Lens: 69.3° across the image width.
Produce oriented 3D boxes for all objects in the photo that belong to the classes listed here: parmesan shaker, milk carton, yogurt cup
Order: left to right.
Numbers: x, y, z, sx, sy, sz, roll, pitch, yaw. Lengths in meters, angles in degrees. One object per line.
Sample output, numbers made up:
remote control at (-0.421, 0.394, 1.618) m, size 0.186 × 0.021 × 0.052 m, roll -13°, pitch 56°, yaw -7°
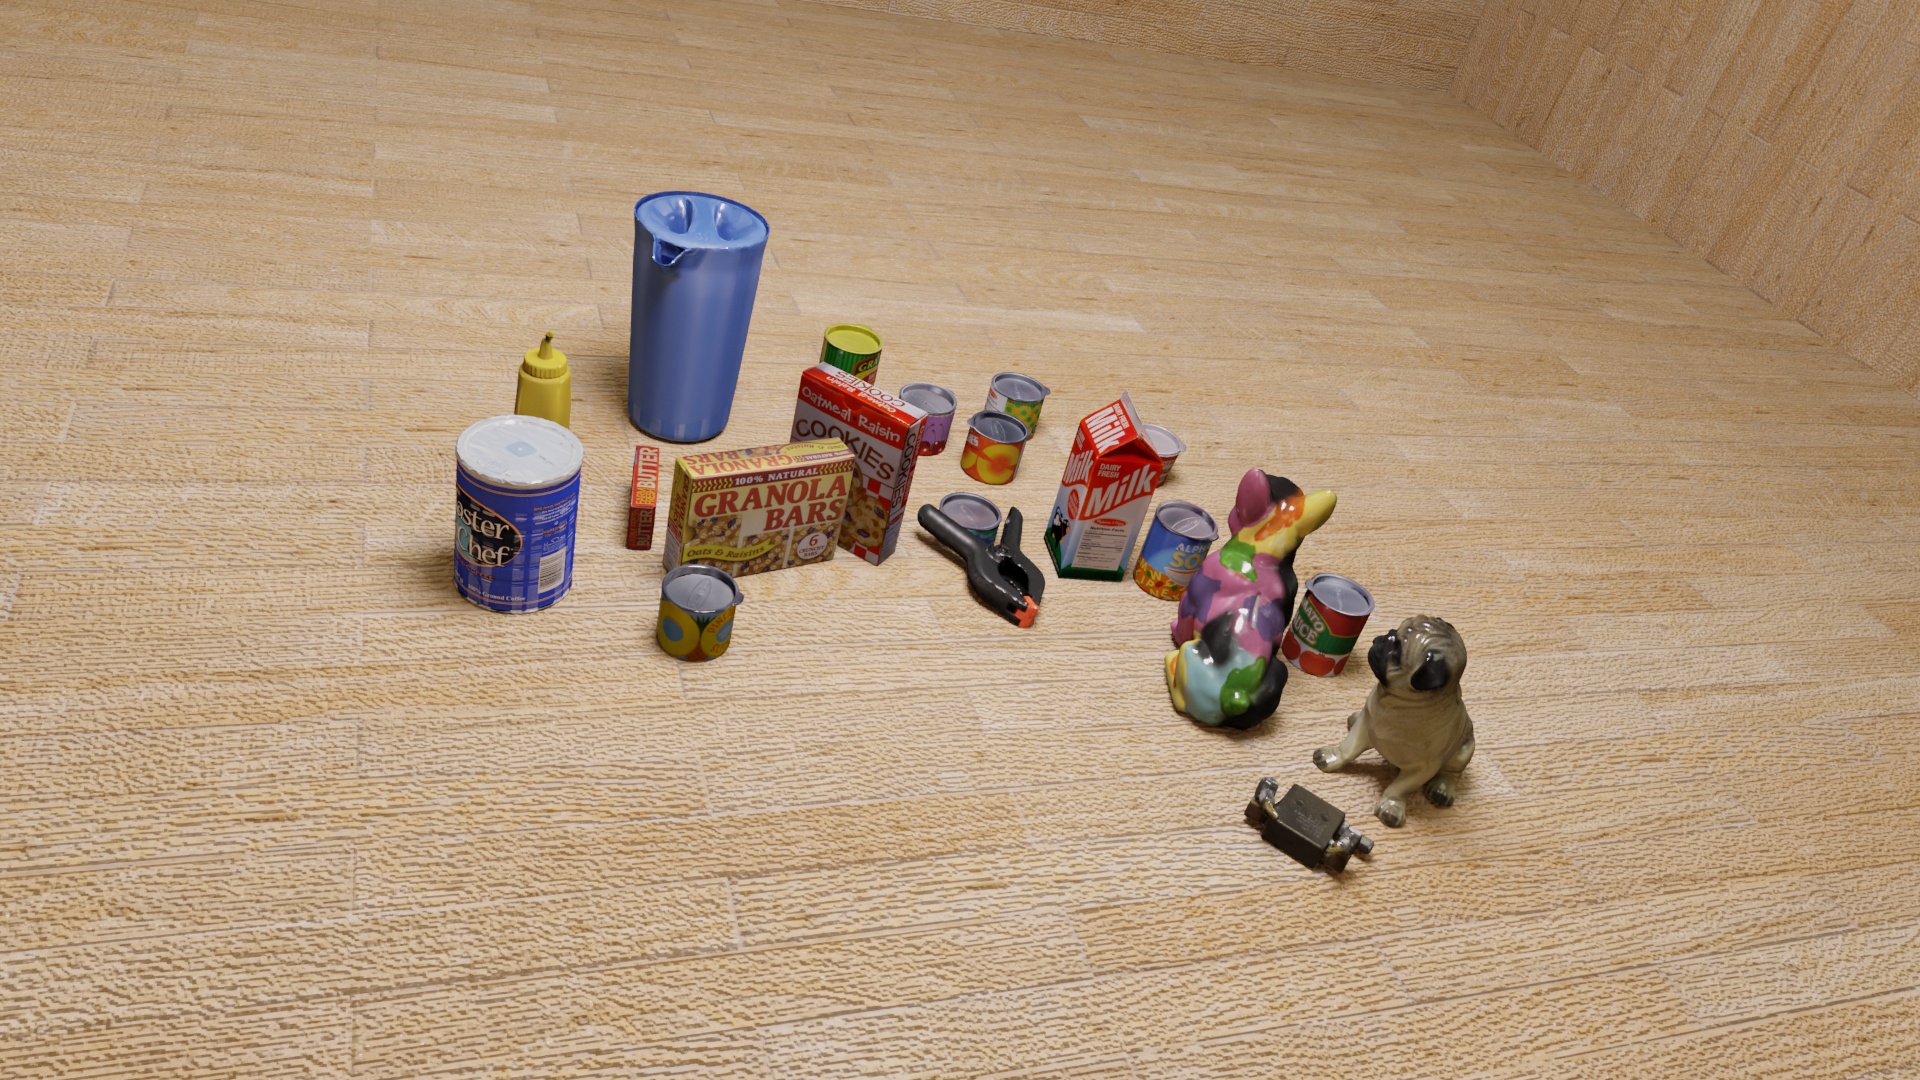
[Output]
parmesan shaker at (-0.127, -0.183, 1.555) m, size 0.071 × 0.102 × 0.072 m, roll 11°, pitch 34°, yaw -7°
milk carton at (0.148, -0.055, 1.405) m, size 0.073 × 0.189 × 0.073 m, roll 5°, pitch 36°, yaw -16°
yogurt cup at (0.218, -0.097, 1.612) m, size 0.072 × 0.053 × 0.073 m, roll 11°, pitch 35°, yaw -7°

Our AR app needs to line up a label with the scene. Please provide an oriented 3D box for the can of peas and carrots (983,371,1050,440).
can of peas and carrots at (0.064, -0.156, 1.631) m, size 0.071 × 0.058 × 0.071 m, roll 11°, pitch 35°, yaw -7°

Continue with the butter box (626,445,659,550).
butter box at (-0.304, -0.042, 1.330) m, size 0.024 × 0.052 × 0.104 m, roll 6°, pitch 35°, yaw -14°

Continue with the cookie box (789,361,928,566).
cookie box at (-0.108, -0.074, 1.351) m, size 0.123 × 0.166 × 0.040 m, roll 27°, pitch 36°, yaw 17°

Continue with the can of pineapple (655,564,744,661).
can of pineapple at (-0.228, 0.064, 1.207) m, size 0.071 × 0.057 × 0.071 m, roll 11°, pitch 35°, yaw -7°

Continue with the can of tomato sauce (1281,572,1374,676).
can of tomato sauce at (0.364, 0.084, 1.386) m, size 0.071 × 0.082 × 0.071 m, roll 11°, pitch 34°, yaw -7°

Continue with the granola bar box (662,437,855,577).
granola bar box at (-0.187, -0.027, 1.293) m, size 0.166 × 0.123 × 0.039 m, roll -10°, pitch 42°, yaw -33°

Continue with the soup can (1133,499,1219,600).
soup can at (0.223, 0.012, 1.433) m, size 0.071 × 0.083 × 0.072 m, roll 11°, pitch 34°, yaw -7°

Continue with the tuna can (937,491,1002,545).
tuna can at (0.005, -0.018, 1.435) m, size 0.071 × 0.032 × 0.071 m, roll 11°, pitch 35°, yaw -7°

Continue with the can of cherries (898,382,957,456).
can of cherries at (-0.040, -0.137, 1.563) m, size 0.071 × 0.058 × 0.072 m, roll 11°, pitch 35°, yaw -7°

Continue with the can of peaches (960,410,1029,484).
can of peaches at (0.035, -0.104, 1.546) m, size 0.071 × 0.057 × 0.071 m, roll 11°, pitch 35°, yaw -7°

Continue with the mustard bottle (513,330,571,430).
mustard bottle at (-0.399, -0.133, 1.328) m, size 0.049 × 0.159 × 0.065 m, roll 11°, pitch 34°, yaw -6°
